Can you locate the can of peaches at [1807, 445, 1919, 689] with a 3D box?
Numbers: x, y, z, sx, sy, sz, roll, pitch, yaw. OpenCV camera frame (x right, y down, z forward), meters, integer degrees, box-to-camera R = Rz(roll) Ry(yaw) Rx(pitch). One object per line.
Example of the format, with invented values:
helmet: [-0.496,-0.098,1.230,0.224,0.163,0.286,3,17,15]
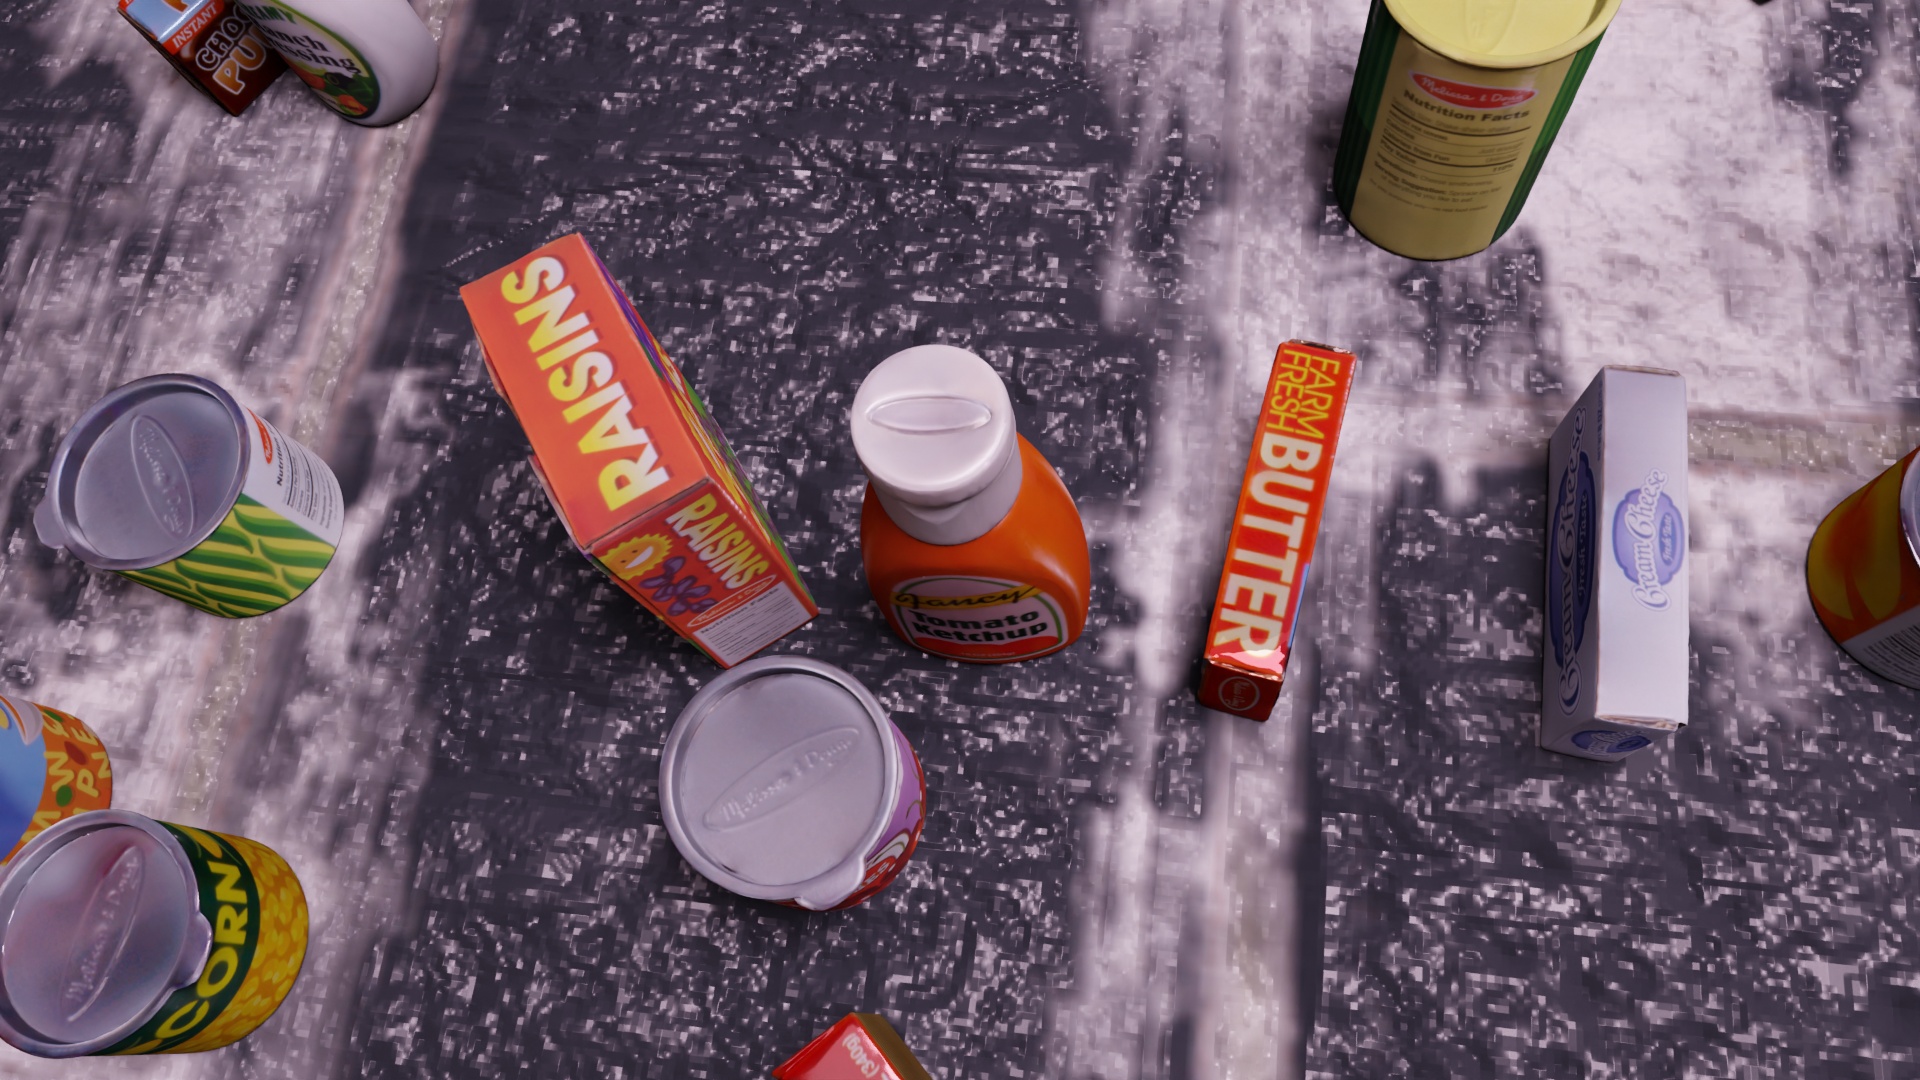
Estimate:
can of peaches: [0.284,0.003,0.387,0.071,0.058,0.071,-2,70,6]

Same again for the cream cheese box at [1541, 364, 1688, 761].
cream cheese box: [0.187,0.008,0.399,0.024,0.053,0.104,7,71,9]

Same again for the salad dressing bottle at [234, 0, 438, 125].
salad dressing bottle: [-0.233,-0.203,0.474,0.064,0.147,0.044,23,75,14]

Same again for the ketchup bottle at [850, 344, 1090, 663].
ketchup bottle: [0.001,-0.005,0.375,0.065,0.148,0.043,-1,71,7]

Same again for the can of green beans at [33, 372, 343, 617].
can of green beans: [-0.248,-0.013,0.456,0.071,0.057,0.071,-2,70,6]

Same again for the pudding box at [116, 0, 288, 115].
pudding box: [-0.272,-0.212,0.534,0.030,0.049,0.084,36,78,17]

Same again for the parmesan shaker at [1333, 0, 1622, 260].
parmesan shaker: [0.152,-0.142,0.430,0.071,0.102,0.071,-2,71,6]

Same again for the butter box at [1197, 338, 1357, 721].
butter box: [0.093,-0.003,0.414,0.024,0.053,0.104,13,73,11]

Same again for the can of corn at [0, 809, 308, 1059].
can of corn: [-0.235,0.117,0.408,0.071,0.058,0.071,-2,70,6]

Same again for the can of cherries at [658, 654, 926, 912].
can of cherries: [-0.045,0.074,0.400,0.071,0.058,0.071,-2,70,6]

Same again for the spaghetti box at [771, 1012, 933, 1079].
spaghetti box: [0.043,0.224,0.340,0.029,0.050,0.250,-40,71,-7]

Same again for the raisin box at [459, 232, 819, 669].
raisin box: [-0.089,-0.020,0.405,0.040,0.123,0.086,-29,70,-3]

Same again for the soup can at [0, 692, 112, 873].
soup can: [-0.314,0.071,0.420,0.071,0.083,0.071,-2,71,6]
